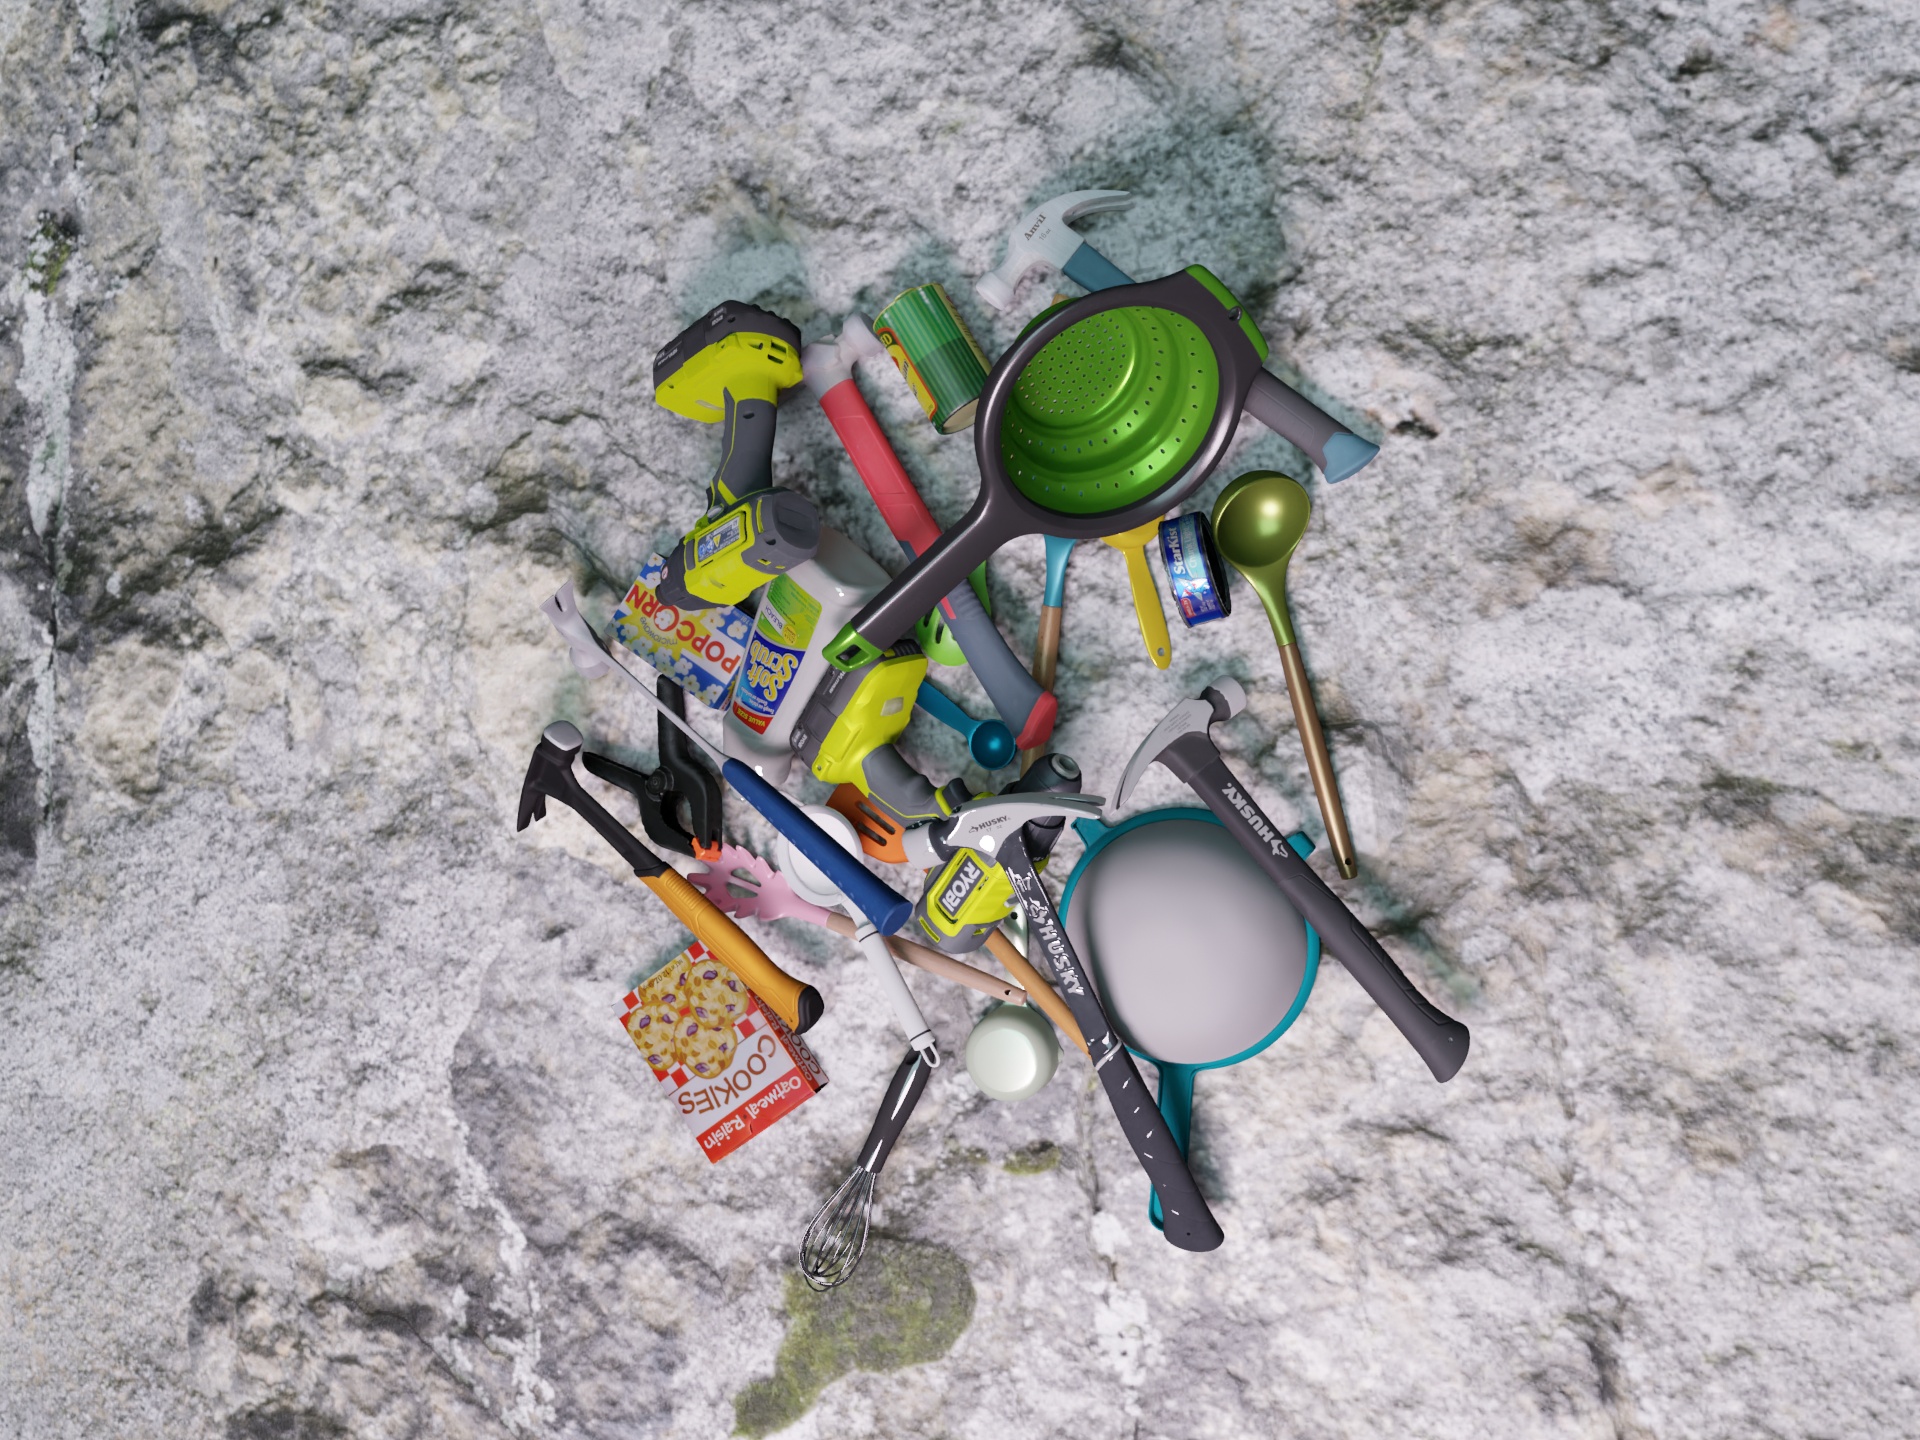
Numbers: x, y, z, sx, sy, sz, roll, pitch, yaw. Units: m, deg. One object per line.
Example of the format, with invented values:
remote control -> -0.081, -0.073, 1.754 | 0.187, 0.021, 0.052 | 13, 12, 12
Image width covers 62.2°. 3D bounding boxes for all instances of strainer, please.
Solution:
strainer -> -0.080, 0.167, 1.300 | 0.087, 0.050, 0.259 | -38, 72, 30
strainer -> 0.163, 0.240, 1.235 | 0.211, 0.095, 0.340 | 5, 93, 18

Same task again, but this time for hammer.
hammer -> -0.195, 0.030, 1.283 | 0.406, 0.144, 0.035 | 39, 74, 20
hammer -> -0.044, -0.138, 1.287 | 0.143, 0.038, 0.386 | -35, 75, 20
hammer -> 0.176, -0.290, 1.225 | 0.331, 0.033, 0.128 | 39, 95, 10
hammer -> -0.248, 0.148, 1.353 | 0.337, 0.034, 0.127 | 40, 131, 14
hammer -> 0.107, 0.232, 1.189 | 0.149, 0.036, 0.408 | -20, 107, 21
hammer -> 0.253, 0.129, 1.181 | 0.146, 0.035, 0.335 | -35, 80, -27

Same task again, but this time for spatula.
spatula -> 0.007, 0.161, 1.292 | 0.323, 0.041, 0.081 | 46, 108, 26
spatula -> 0.076, -0.068, 1.286 | 0.082, 0.044, 0.317 | 11, 101, 17

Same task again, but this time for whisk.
whisk -> -0.076, 0.379, 1.352 | 0.055, 0.055, 0.239 | 27, 97, 16

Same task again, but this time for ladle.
ladle -> 0.259, -0.033, 1.208 | 0.078, 0.062, 0.320 | -15, 91, -6

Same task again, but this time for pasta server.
pasta server -> -0.089, 0.176, 1.334 | 0.316, 0.040, 0.060 | 19, 83, 22

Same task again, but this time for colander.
colander -> 0.037, -0.190, 1.185 | 0.397, 0.204, 0.095 | -41, 43, 14

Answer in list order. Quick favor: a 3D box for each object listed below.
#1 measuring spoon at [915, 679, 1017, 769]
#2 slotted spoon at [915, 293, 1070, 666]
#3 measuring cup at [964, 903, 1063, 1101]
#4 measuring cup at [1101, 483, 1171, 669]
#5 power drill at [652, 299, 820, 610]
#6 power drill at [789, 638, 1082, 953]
measuring spoon -> -0.002, -0.004, 1.322 | 0.129, 0.021, 0.042 | 37, 107, 23
slotted spoon -> 0.030, -0.193, 1.291 | 0.070, 0.031, 0.313 | 23, 99, 22
measuring cup -> 0.040, 0.231, 1.305 | 0.083, 0.038, 0.167 | 2, 96, 19
measuring cup -> 0.145, -0.115, 1.245 | 0.062, 0.029, 0.156 | -17, 96, -17
power drill -> -0.189, -0.204, 1.272 | 0.171, 0.080, 0.223 | -22, 64, 41
power drill -> -0.017, 0.043, 1.238 | 0.229, 0.080, 0.190 | 48, 125, 22
